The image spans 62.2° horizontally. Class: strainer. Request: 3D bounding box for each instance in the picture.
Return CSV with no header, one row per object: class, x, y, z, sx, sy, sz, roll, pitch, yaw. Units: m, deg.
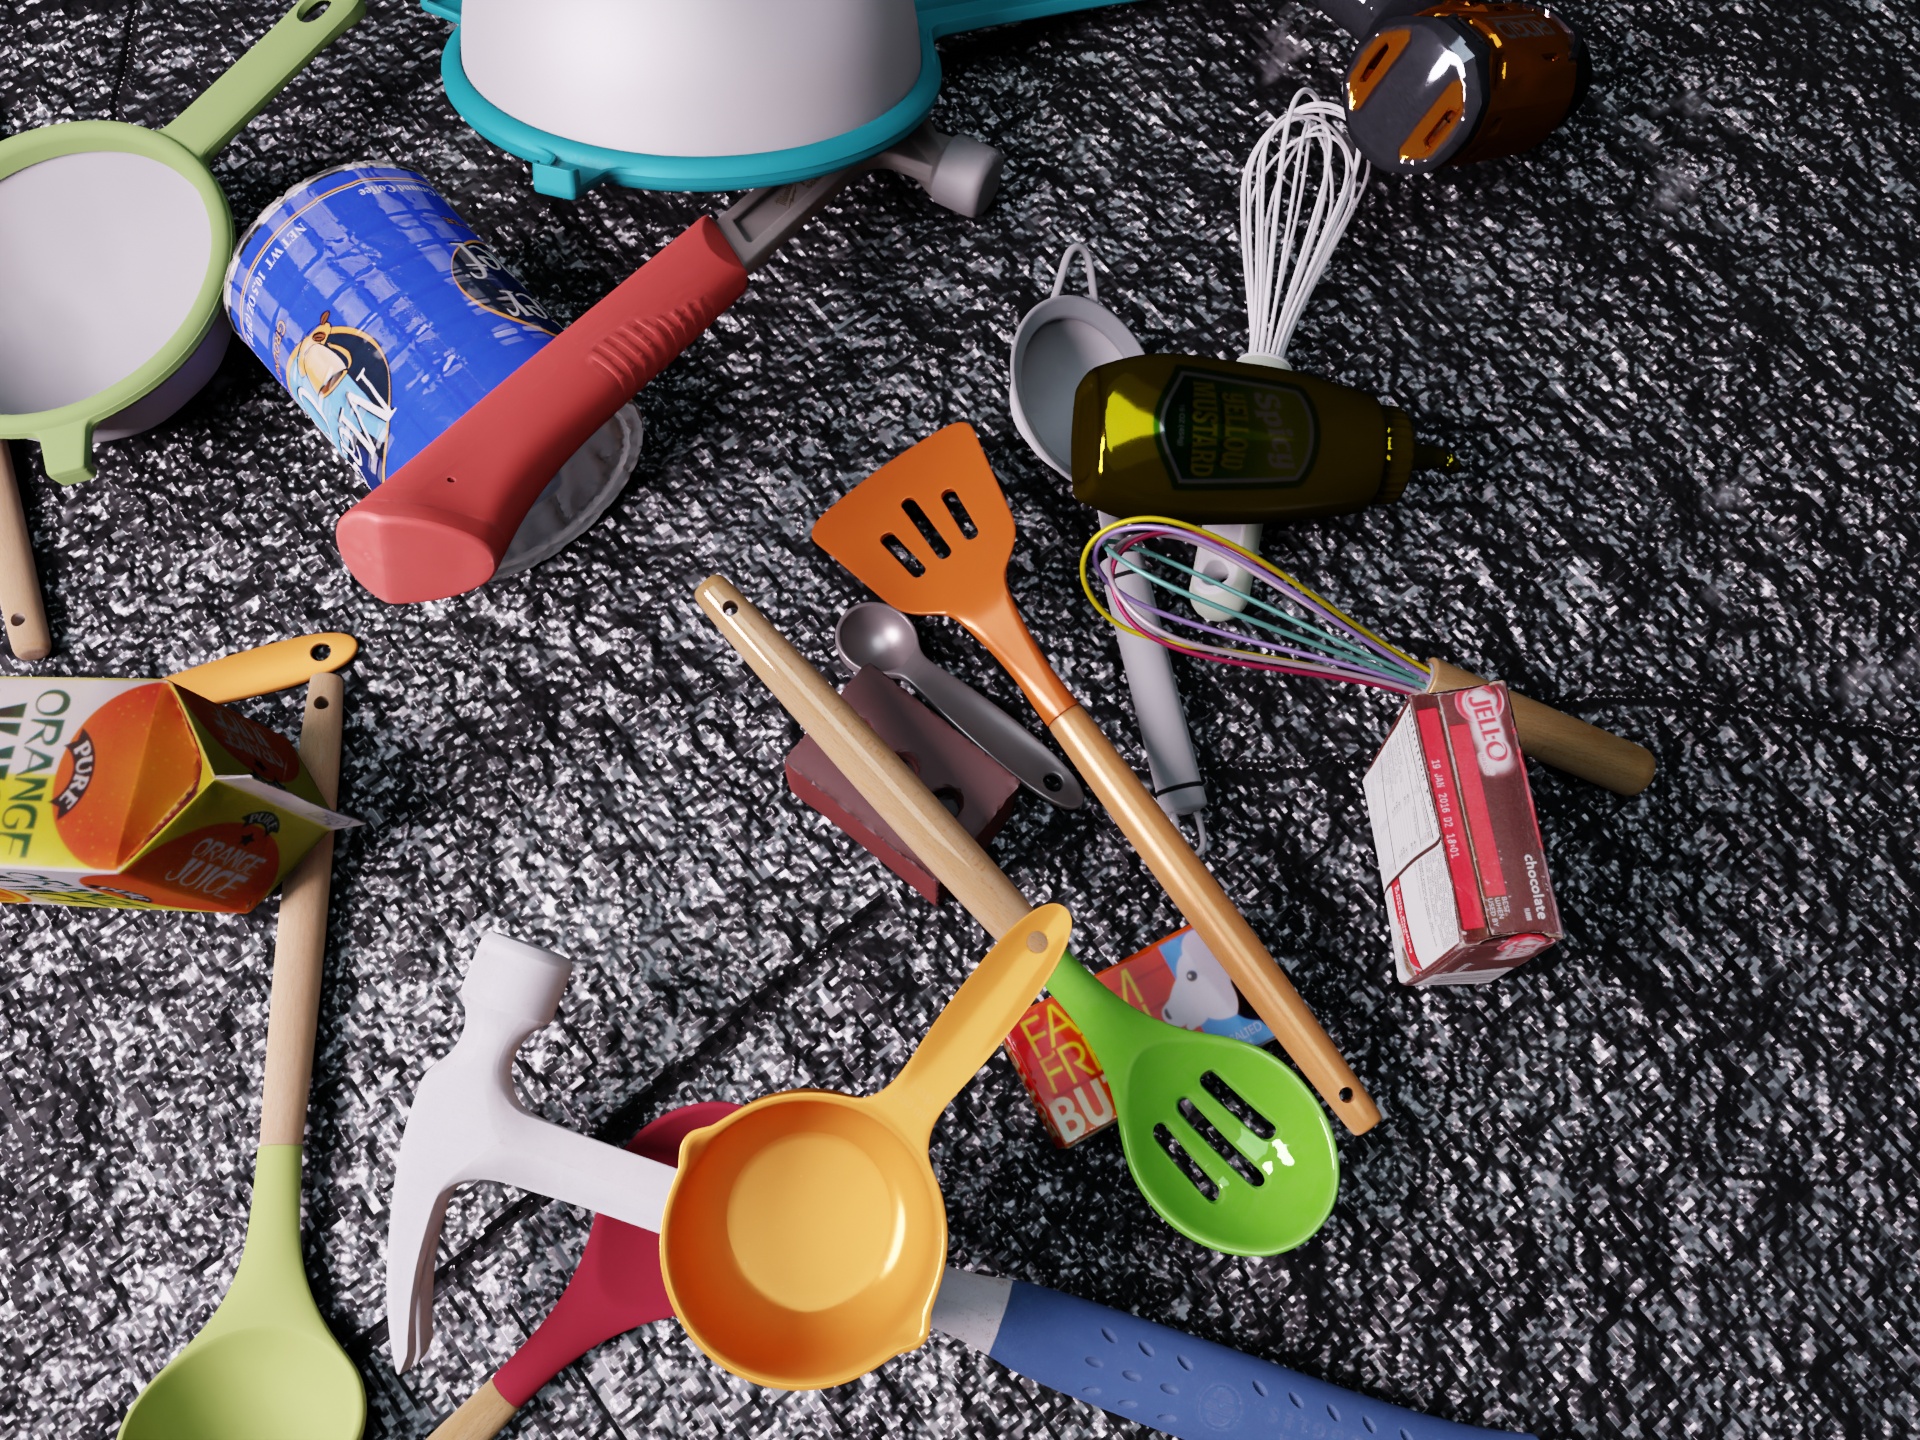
strainer,-0.054,-0.329,0.676,0.340,0.095,0.211,-19,50,-19
strainer,0.063,-0.069,0.655,0.086,0.050,0.258,-3,75,-39
strainer,-0.337,-0.213,0.686,0.151,0.069,0.256,31,74,15

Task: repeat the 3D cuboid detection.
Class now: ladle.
ladle,-0.178,0.257,0.558,0.315,0.031,0.069,-44,82,-11
ladle,-0.249,0.128,0.585,0.078,0.062,0.320,2,69,-13

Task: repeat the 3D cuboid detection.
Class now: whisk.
whisk,0.160,-0.021,0.624,0.245,0.051,0.047,22,96,-7
whisk,0.131,-0.159,0.681,0.058,0.059,0.246,6,75,30

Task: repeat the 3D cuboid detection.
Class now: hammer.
hammer,0.001,0.207,0.547,0.405,0.035,0.144,20,80,0
hammer,-0.117,-0.167,0.610,0.149,0.036,0.359,25,48,9

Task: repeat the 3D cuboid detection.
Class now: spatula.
spatula,0.056,0.019,0.611,0.081,0.041,0.323,-36,77,1

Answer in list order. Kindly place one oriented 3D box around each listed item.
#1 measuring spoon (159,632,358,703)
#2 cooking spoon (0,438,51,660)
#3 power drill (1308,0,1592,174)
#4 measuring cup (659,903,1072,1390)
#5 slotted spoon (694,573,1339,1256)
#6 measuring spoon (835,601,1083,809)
measuring spoon,-0.306,-0.017,0.653,0.117,0.011,0.021,-15,73,-5
cooking spoon,-0.439,-0.168,0.698,0.068,0.017,0.319,-19,73,-12
power drill,0.181,-0.337,0.707,0.164,0.084,0.227,-25,71,-42
measuring cup,-0.023,0.130,0.515,0.095,0.052,0.173,39,78,3
slotted spoon,0.015,0.065,0.570,0.070,0.031,0.314,-43,89,-11
measuring spoon,-0.001,-0.002,0.649,0.124,0.018,0.034,39,59,5
